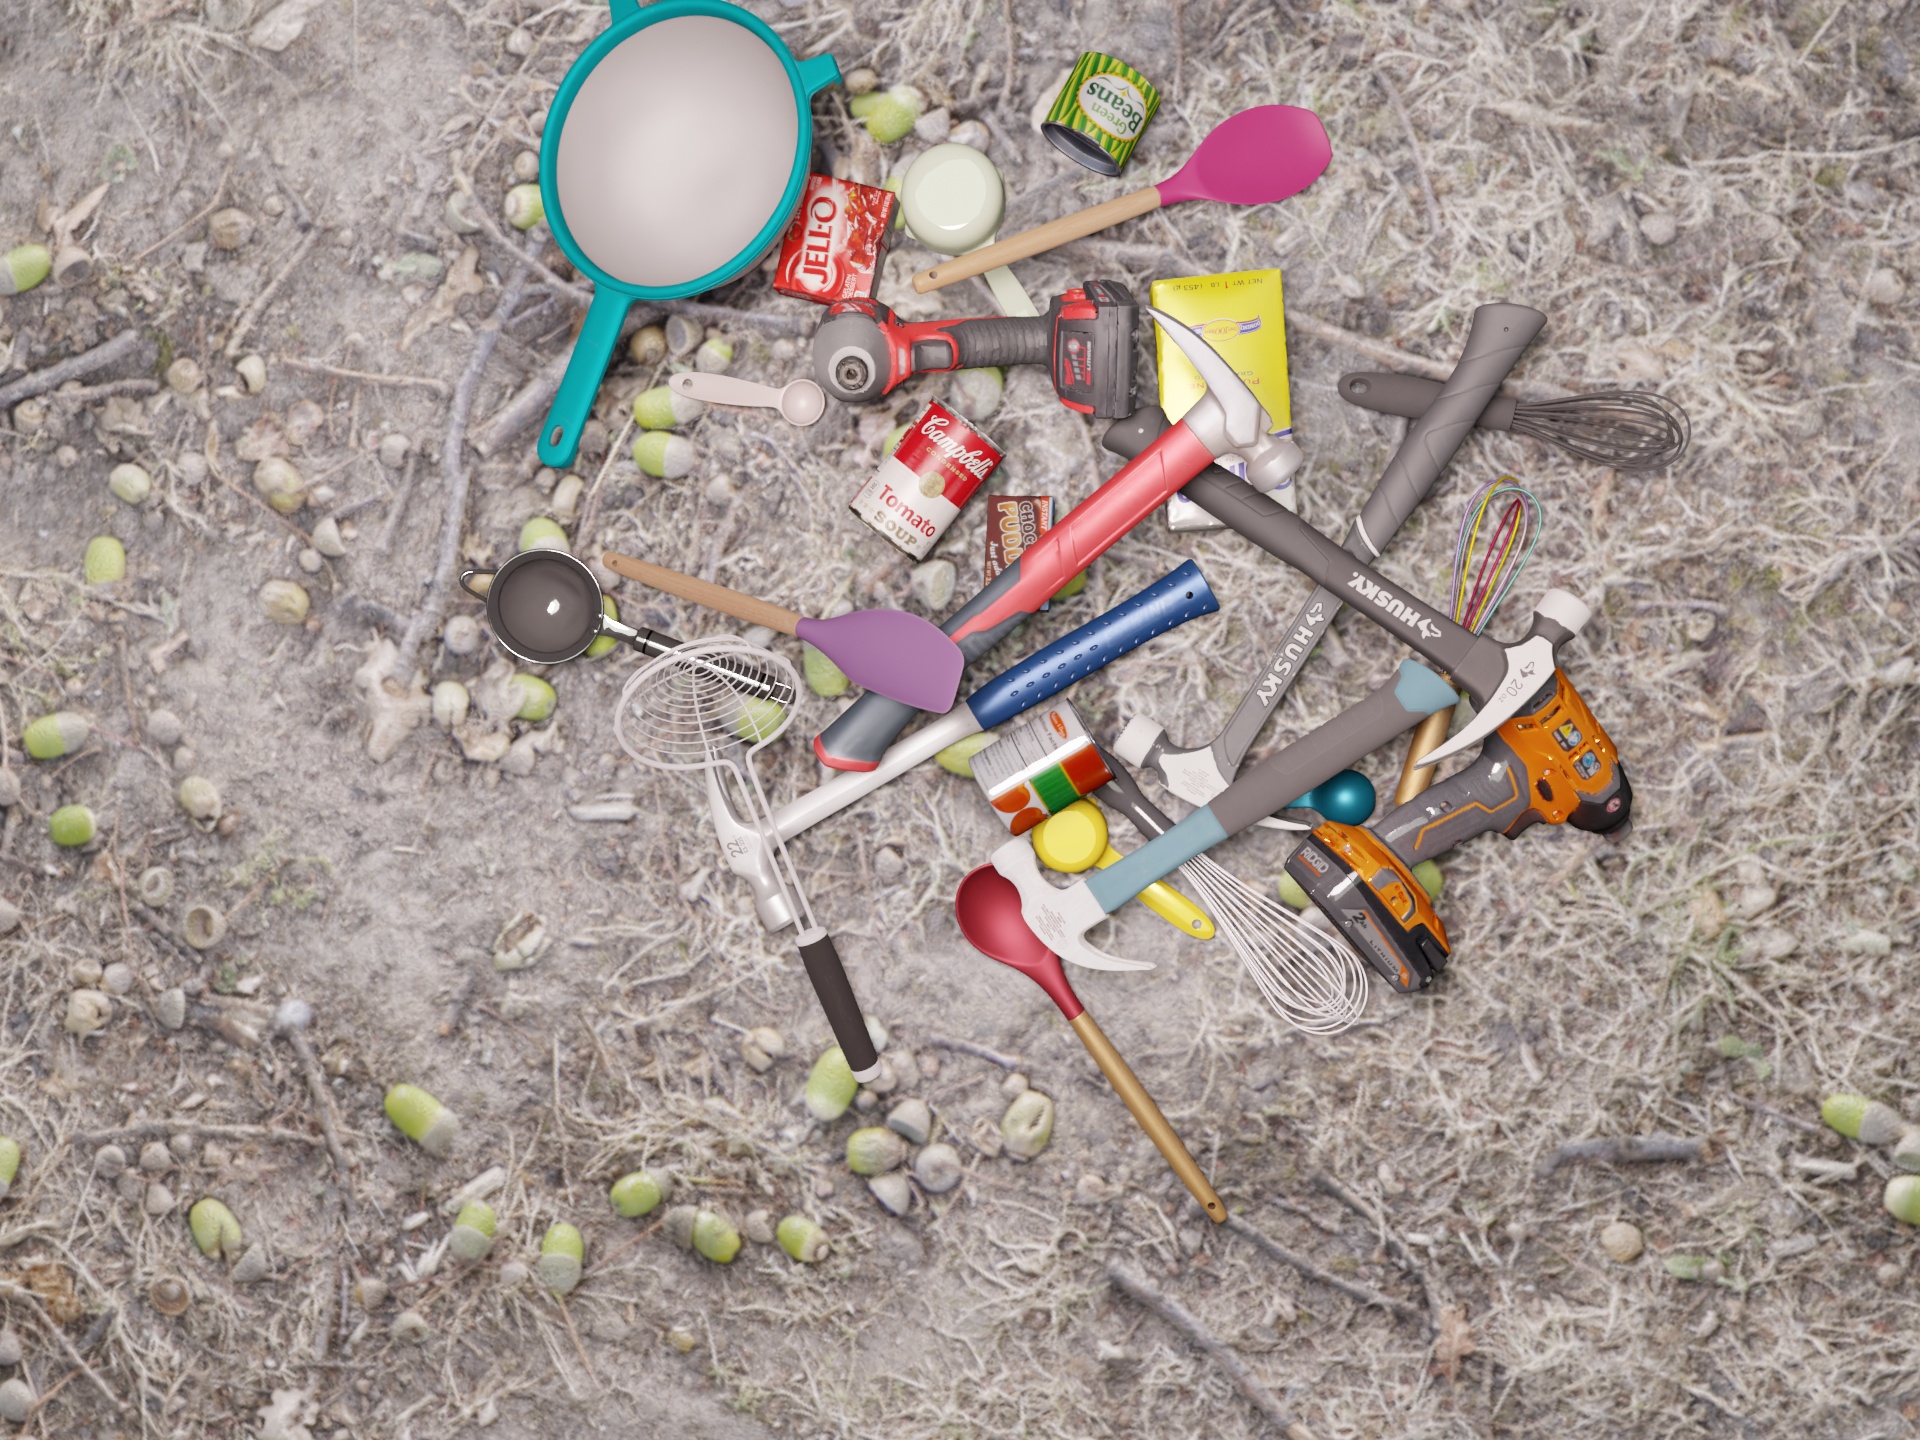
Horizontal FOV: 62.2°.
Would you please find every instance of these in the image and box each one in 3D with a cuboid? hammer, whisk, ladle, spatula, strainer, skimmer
[{"bbox_3d":[0.276,-0.108,1.105,0.149,0.036,0.409,34,100,10],"label":"hammer"},{"bbox_3d":[0.355,-0.052,1.122,0.051,0.047,0.245,18,98,17],"label":"whisk"},{"bbox_3d":[0.101,0.236,1.163,0.069,0.031,0.315,-35,90,8],"label":"ladle"},{"bbox_3d":[0.035,-0.104,1.074,0.386,0.038,0.143,-40,99,18],"label":"hammer"},{"bbox_3d":[0.384,-0.217,1.111,0.239,0.055,0.055,12,93,10],"label":"whisk"},{"bbox_3d":[0.179,0.115,1.140,0.285,0.070,0.070,45,95,8],"label":"whisk"},{"bbox_3d":[-0.132,-0.076,1.125,0.316,0.018,0.060,19,99,27],"label":"spatula"},{"bbox_3d":[0.234,-0.106,1.063,0.335,0.035,0.146,37,90,16],"label":"hammer"},{"bbox_3d":[0.188,0.060,1.095,0.331,0.033,0.128,-34,79,11],"label":"hammer"},{"bbox_3d":[-0.212,-0.334,1.142,0.211,0.095,0.340,26,97,18],"label":"strainer"},{"bbox_3d":[-0.002,-0.004,1.161,0.405,0.035,0.144,-30,89,6],"label":"hammer"},{"bbox_3d":[-0.125,0.109,1.103,0.127,0.090,0.363,-21,107,-2],"label":"skimmer"},{"bbox_3d":[-0.243,-0.061,1.183,0.258,0.050,0.087,21,100,-1],"label":"strainer"}]

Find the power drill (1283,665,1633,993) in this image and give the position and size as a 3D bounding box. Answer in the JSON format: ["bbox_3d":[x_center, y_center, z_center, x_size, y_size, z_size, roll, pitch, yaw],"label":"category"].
[{"bbox_3d":[0.356,0.080,1.097,0.226,0.084,0.164,-42,112,3],"label":"power drill"}]

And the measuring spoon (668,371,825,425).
[{"bbox_3d":[-0.158,-0.242,1.184,0.124,0.018,0.034,12,93,12],"label":"measuring spoon"}]

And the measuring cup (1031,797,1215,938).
[{"bbox_3d":[0.120,0.112,1.154,0.156,0.029,0.062,35,95,5],"label":"measuring cup"}]

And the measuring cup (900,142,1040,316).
[{"bbox_3d":[0.018,-0.339,1.147,0.083,0.038,0.167,-32,90,6],"label":"measuring cup"}]

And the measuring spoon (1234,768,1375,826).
[{"bbox_3d":[0.235,0.055,1.145,0.128,0.021,0.042,1,92,6],"label":"measuring spoon"}]

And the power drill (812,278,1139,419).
[{"bbox_3d":[0.008,-0.254,1.091,0.219,0.143,0.078,-1,114,-1],"label":"power drill"}]

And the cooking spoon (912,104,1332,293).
[{"bbox_3d":[0.114,-0.360,1.117,0.319,0.017,0.069,-22,90,-7],"label":"cooking spoon"}]
